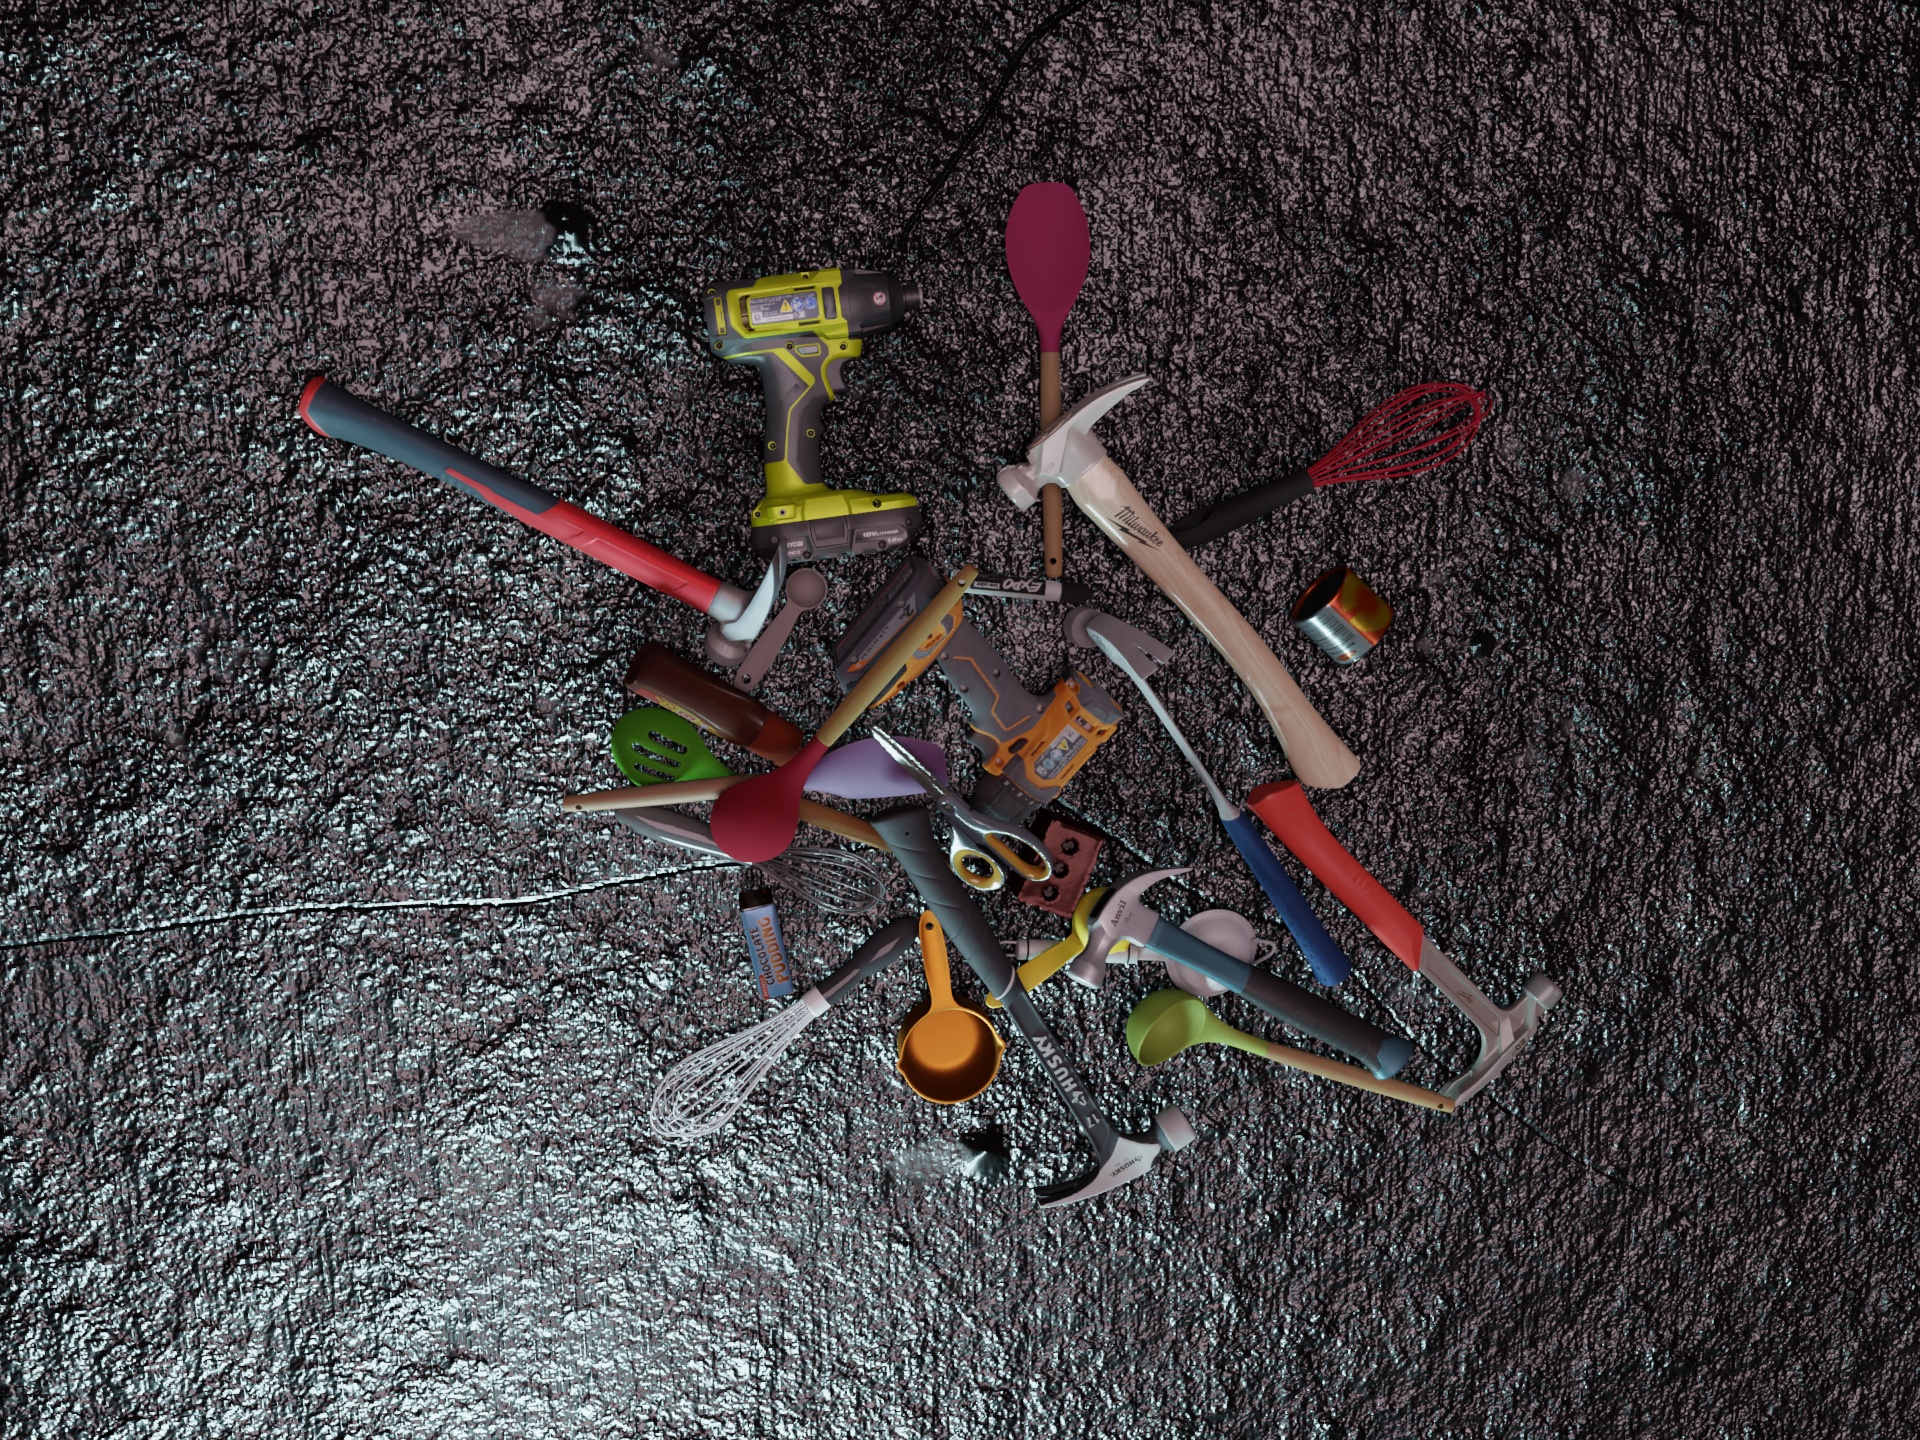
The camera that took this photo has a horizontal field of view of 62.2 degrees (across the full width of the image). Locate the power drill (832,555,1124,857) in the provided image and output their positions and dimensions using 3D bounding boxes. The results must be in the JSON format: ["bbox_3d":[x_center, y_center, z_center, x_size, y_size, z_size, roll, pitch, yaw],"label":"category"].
[{"bbox_3d":[-0.002,-0.004,1.321,0.226,0.084,0.185,37,101,-18],"label":"power drill"}]

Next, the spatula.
[{"bbox_3d":[-0.169,0.050,1.296,0.316,0.018,0.059,-7,123,3],"label":"spatula"}]

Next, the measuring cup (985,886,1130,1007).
[{"bbox_3d":[0.086,0.198,1.369,0.156,0.029,0.062,-33,69,-17],"label":"measuring cup"}]

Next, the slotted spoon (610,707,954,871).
[{"bbox_3d":[-0.144,0.068,1.338,0.313,0.031,0.070,22,103,-13],"label":"slotted spoon"}]

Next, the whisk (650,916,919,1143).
[{"bbox_3d":[-0.149,0.260,1.360,0.284,0.070,0.070,-38,104,-6],"label":"whisk"}]

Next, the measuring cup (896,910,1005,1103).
[{"bbox_3d":[-0.018,0.241,1.376,0.095,0.052,0.173,-10,100,-7],"label":"measuring cup"}]

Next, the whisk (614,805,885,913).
[{"bbox_3d":[-0.174,0.112,1.332,0.239,0.055,0.055,19,97,-8],"label":"whisk"}]

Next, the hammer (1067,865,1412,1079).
[{"bbox_3d":[0.254,0.230,1.376,0.330,0.033,0.128,29,79,-16],"label":"hammer"}]

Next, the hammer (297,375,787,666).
[{"bbox_3d":[-0.321,-0.172,1.229,0.386,0.143,0.038,27,51,-8],"label":"hammer"}]

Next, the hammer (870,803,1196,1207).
[{"bbox_3d":[0.042,0.238,1.337,0.149,0.036,0.408,-33,107,-2],"label":"hammer"}]

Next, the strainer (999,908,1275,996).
[{"bbox_3d":[0.159,0.208,1.405,0.258,0.050,0.086,3,108,-6],"label":"strainer"}]

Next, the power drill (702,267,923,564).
[{"bbox_3d":[-0.104,-0.243,1.264,0.171,0.080,0.223,-9,98,-7],"label":"power drill"}]

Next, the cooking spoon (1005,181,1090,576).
[{"bbox_3d":[0.074,-0.278,1.313,0.069,0.017,0.319,-1,100,1],"label":"cooking spoon"}]

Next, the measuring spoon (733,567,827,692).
[{"bbox_3d":[-0.152,-0.074,1.320,0.034,0.018,0.124,33,100,-13],"label":"measuring spoon"}]

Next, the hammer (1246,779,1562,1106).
[{"bbox_3d":[0.382,0.189,1.437,0.359,0.037,0.149,43,91,-14],"label":"hammer"}]

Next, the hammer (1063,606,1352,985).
[{"bbox_3d":[0.227,0.074,1.356,0.035,0.144,0.405,-39,110,-7],"label":"hammer"}]

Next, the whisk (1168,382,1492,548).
[{"bbox_3d":[0.311,-0.211,1.345,0.296,0.073,0.073,-24,103,1],"label":"whisk"}]

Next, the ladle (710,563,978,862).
[{"bbox_3d":[-0.091,-0.003,1.255,0.069,0.031,0.315,39,103,-10],"label":"ladle"}]

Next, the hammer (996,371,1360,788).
[{"bbox_3d":[0.215,-0.100,1.336,0.146,0.038,0.410,-39,109,13],"label":"hammer"}]

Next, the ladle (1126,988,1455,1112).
[{"bbox_3d":[0.299,0.309,1.422,0.320,0.062,0.078,18,116,-8],"label":"ladle"}]
